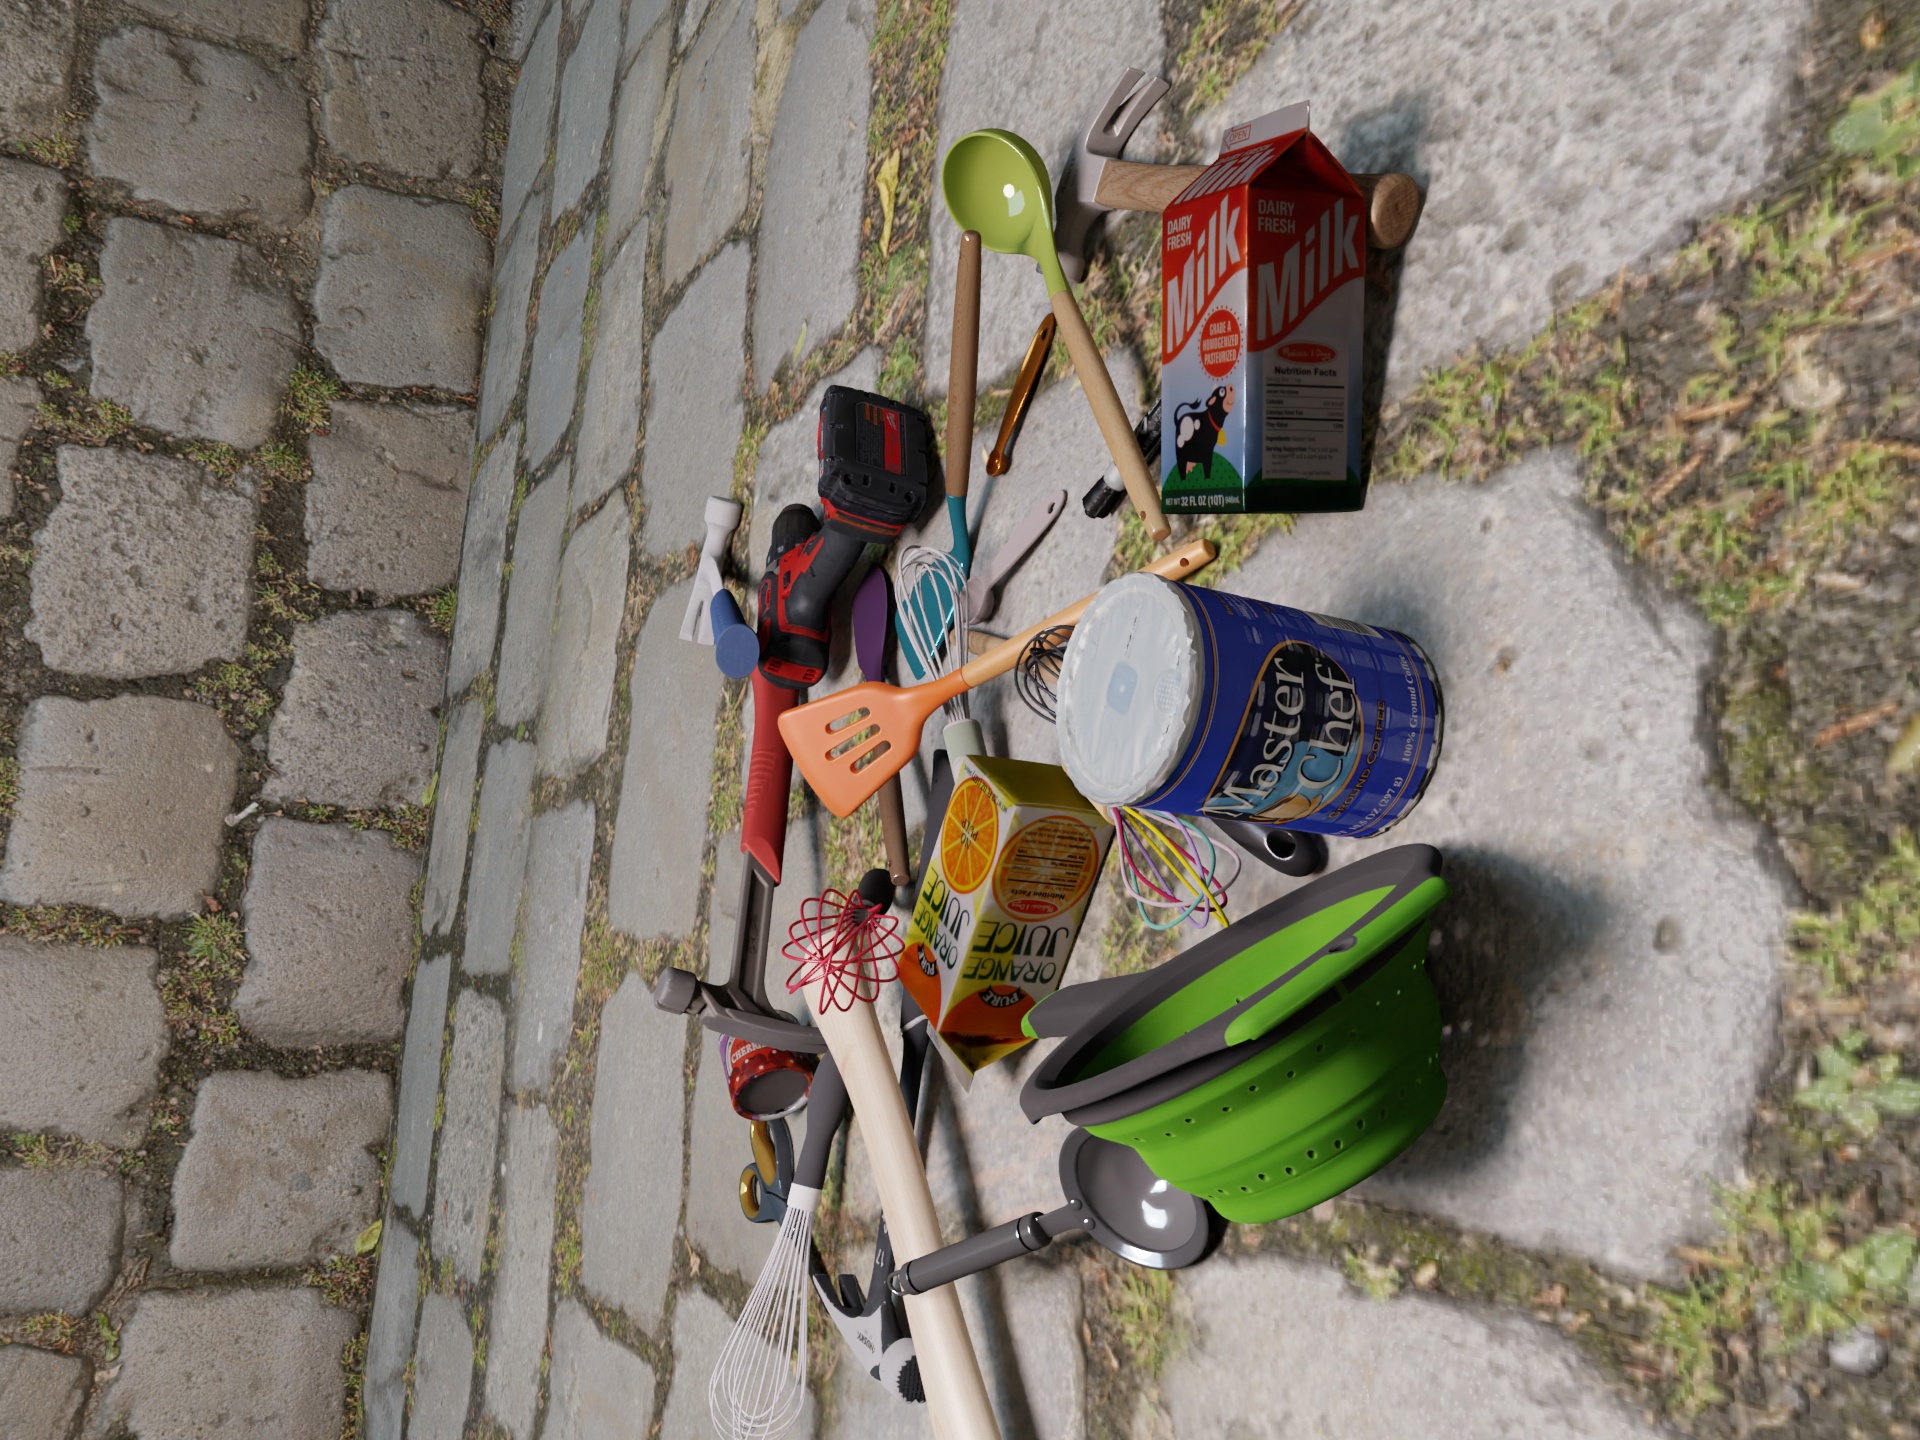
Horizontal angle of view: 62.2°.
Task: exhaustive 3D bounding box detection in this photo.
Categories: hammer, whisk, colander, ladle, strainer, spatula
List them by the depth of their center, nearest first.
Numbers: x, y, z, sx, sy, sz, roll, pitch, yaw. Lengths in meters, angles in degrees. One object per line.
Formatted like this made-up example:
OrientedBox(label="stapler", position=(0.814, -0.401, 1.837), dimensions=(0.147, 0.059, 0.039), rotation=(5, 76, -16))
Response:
OrientedBox(label="colander", position=(0.114, 0.160, 0.744), dimensions=(0.094, 0.204, 0.397), rotation=(58, 161, 3))
OrientedBox(label="whisk", position=(0.091, 0.055, 0.834), dimensions=(0.051, 0.047, 0.245), rotation=(-63, 15, 8))
OrientedBox(label="whisk", position=(0.103, 0.015, 0.839), dimensions=(0.239, 0.055, 0.055), rotation=(42, 119, 45))
OrientedBox(label="strainer", position=(0.046, 0.267, 0.847), dimensions=(0.258, 0.050, 0.087), rotation=(-34, 88, 35))
OrientedBox(label="hammer", position=(0.142, -0.301, 0.899), dimensions=(0.332, 0.031, 0.130), rotation=(39, 116, 58))
OrientedBox(label="ladle", position=(0.058, -0.235, 0.955), dimensions=(0.078, 0.062, 0.320), rotation=(118, 142, -52))
OrientedBox(label="hammer", position=(-0.023, 0.301, 0.957), dimensions=(0.146, 0.038, 0.411), rotation=(-46, 47, 31))
OrientedBox(label="spatula", position=(0.019, -0.032, 0.959), dimensions=(0.322, 0.041, 0.081), rotation=(-27, 96, 38))
OrientedBox(label="whisk", position=(-0.064, 0.128, 1.010), dimensions=(0.296, 0.073, 0.073), rotation=(-52, -27, -86))
OrientedBox(label="whisk", position=(-0.002, -0.003, 1.036), dimensions=(0.058, 0.059, 0.246), rotation=(-25, 69, 32))
OrientedBox(label="hammer", position=(-0.032, 0.222, 1.061), dimensions=(0.149, 0.036, 0.409), rotation=(1, 83, 63))
OrientedBox(label="spatula", position=(-0.011, -0.176, 1.076), dimensions=(0.082, 0.044, 0.317), rotation=(-111, 20, -49))
OrientedBox(label="whisk", position=(-0.120, 0.373, 1.135), dimensions=(0.070, 0.070, 0.285), rotation=(-15, 58, 60))
OrientedBox(label="spatula", position=(-0.058, -0.006, 1.165), dimensions=(0.059, 0.018, 0.316), rotation=(-56, 29, 37))
OrientedBox(label="hammer", position=(-0.147, 0.086, 1.262), dimensions=(0.036, 0.149, 0.359), rotation=(-49, 30, 44))
OrientedBox(label="hammer", position=(-0.210, -0.099, 1.396), dimensions=(0.406, 0.035, 0.144), rotation=(-127, 50, -71))

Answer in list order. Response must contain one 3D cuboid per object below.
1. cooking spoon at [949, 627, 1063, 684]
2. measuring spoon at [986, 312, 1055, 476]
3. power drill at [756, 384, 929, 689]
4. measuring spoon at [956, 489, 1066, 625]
OrientedBox(label="cooking spoon", position=(0.068, -0.028, 0.967), dimensions=(0.319, 0.017, 0.068), rotation=(24, 113, 61))
OrientedBox(label="measuring spoon", position=(0.044, -0.220, 1.083), dimensions=(0.021, 0.011, 0.117), rotation=(44, 117, 56))
OrientedBox(label="power drill", position=(-0.105, -0.157, 1.265), dimensions=(0.226, 0.080, 0.188), rotation=(123, 153, -43))
OrientedBox(label="measuring spoon", position=(0.037, -0.107, 1.058), dimensions=(0.124, 0.018, 0.034), rotation=(-48, 39, 35))
